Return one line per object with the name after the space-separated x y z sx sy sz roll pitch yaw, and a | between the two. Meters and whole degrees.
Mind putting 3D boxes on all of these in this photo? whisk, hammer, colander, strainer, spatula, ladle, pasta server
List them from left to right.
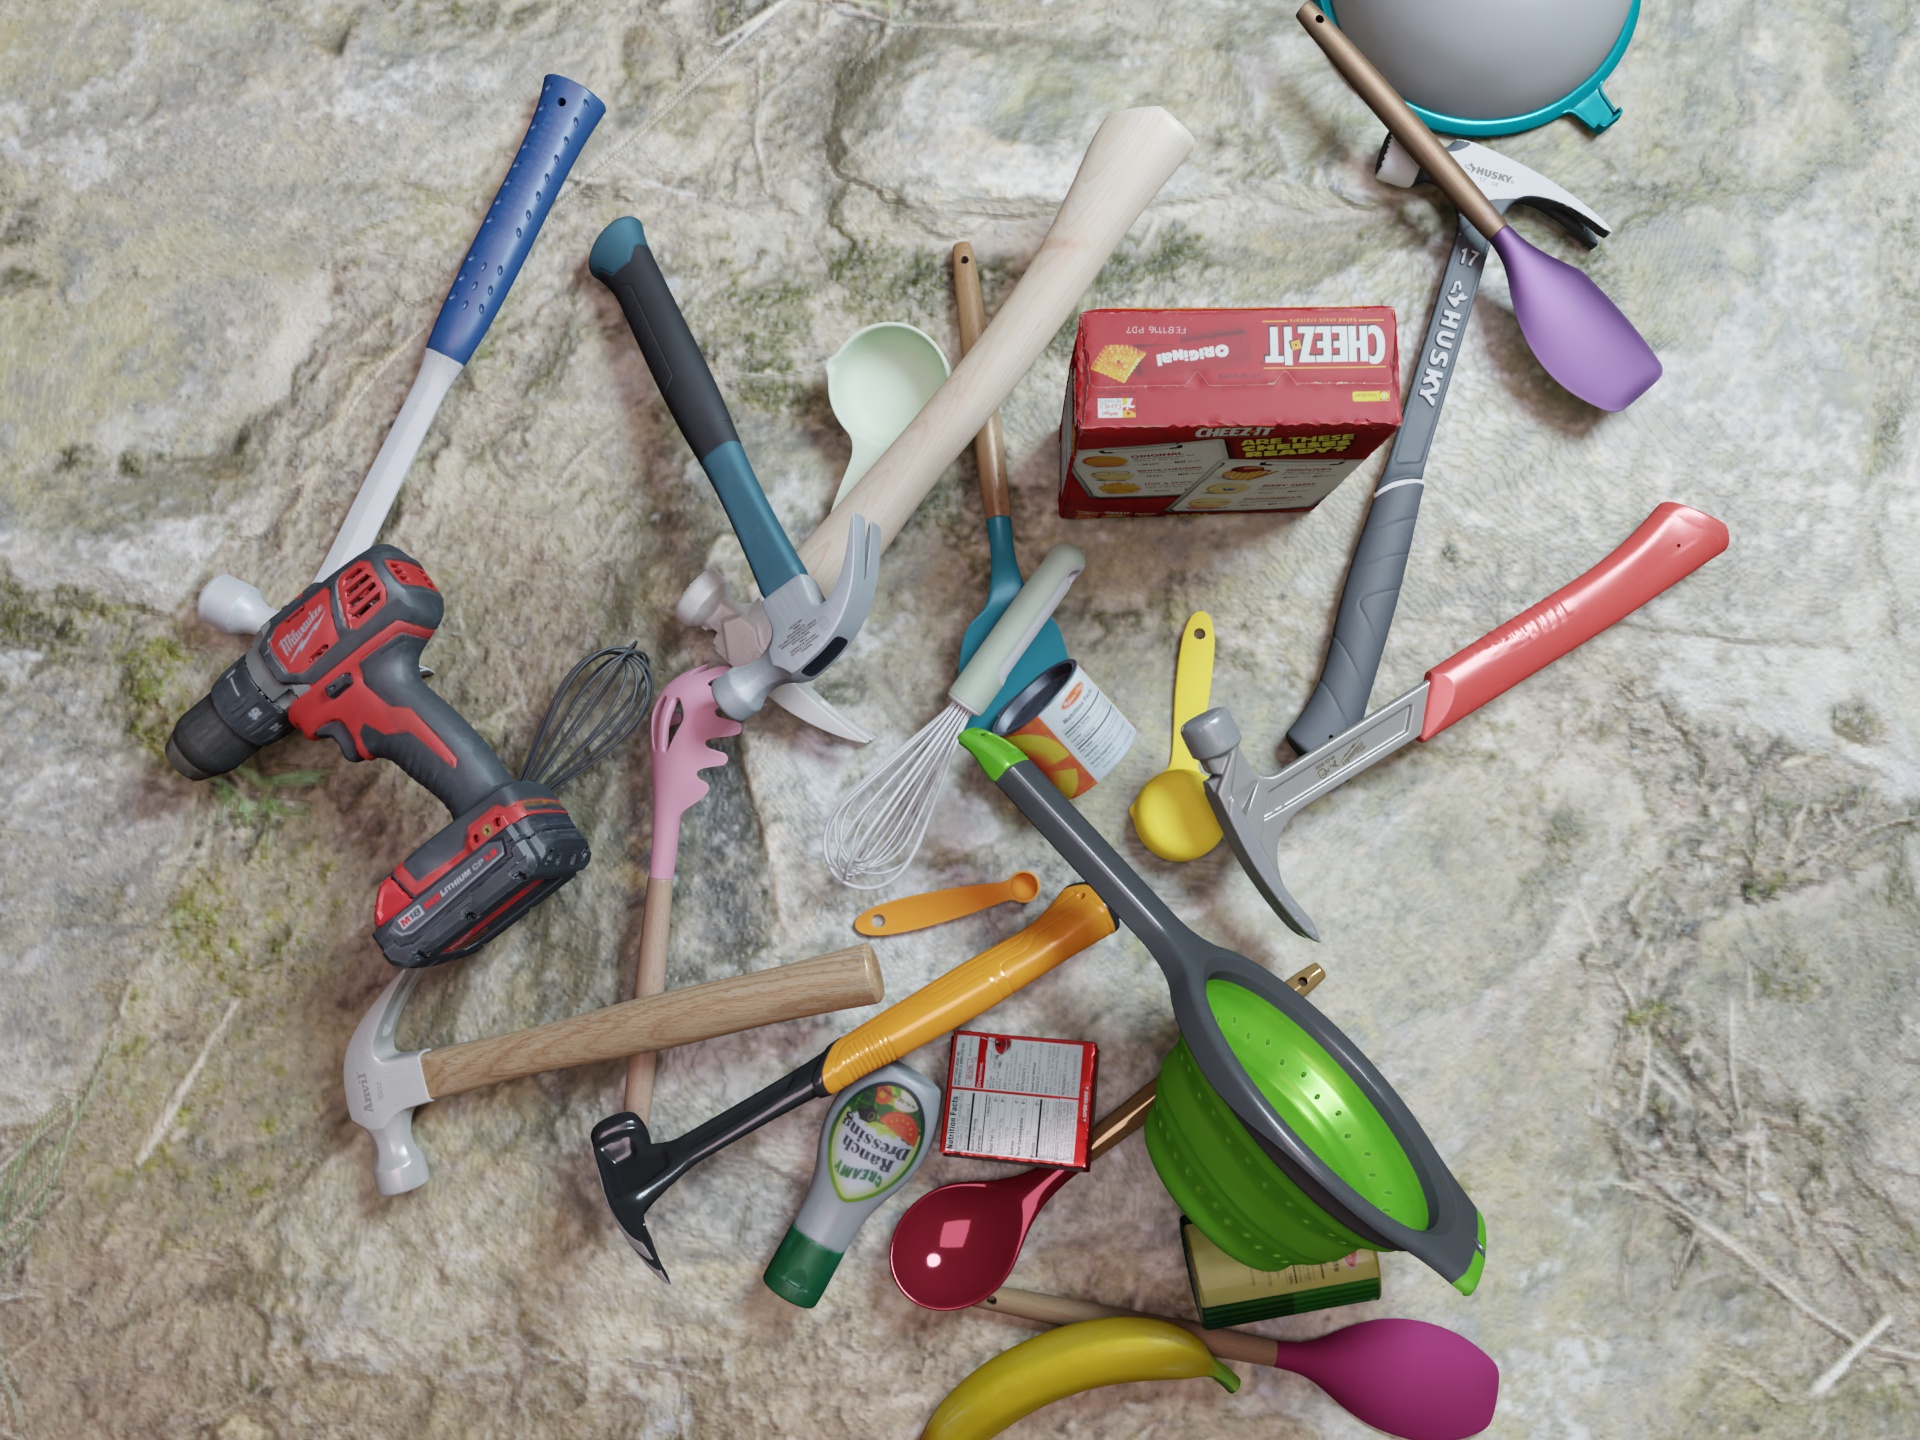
-0.324 -0.216 1.001 0.144 0.035 0.405 24 85 3 | hammer
-0.268 0.048 0.973 0.055 0.055 0.239 39 91 4 | whisk
-0.207 0.182 0.936 0.331 0.031 0.130 -14 91 7 | hammer
-0.178 0.122 0.964 0.060 0.040 0.316 7 92 42 | pasta server
-0.150 -0.169 0.955 0.128 0.033 0.331 -33 69 15 | hammer
-0.051 0.192 0.920 0.337 0.127 0.034 -29 117 -11 | hammer
-0.002 -0.003 0.952 0.059 0.057 0.246 37 94 18 | whisk
0.005 -0.178 0.946 0.146 0.038 0.410 39 100 3 | hammer
0.019 -0.147 0.997 0.082 0.044 0.318 -7 80 0 | spatula
0.092 0.243 0.955 0.315 0.031 0.069 -36 72 -5 | ladle
0.114 0.171 0.886 0.397 0.204 0.094 47 108 13 | colander
0.269 -0.488 0.988 0.340 0.095 0.211 6 85 0 | strainer
0.282 -0.161 0.987 0.149 0.036 0.409 17 86 1 | hammer
0.310 -0.316 0.973 0.060 0.018 0.316 -39 88 -2 | spatula
0.313 -0.018 0.953 0.359 0.037 0.149 -30 97 -8 | hammer

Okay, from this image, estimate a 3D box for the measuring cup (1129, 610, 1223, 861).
0.141 0.009 0.974 0.062 0.029 0.156 6 86 1 | measuring cup

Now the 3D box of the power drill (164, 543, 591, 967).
-0.345 0.034 0.926 0.188 0.080 0.227 -37 81 7 | power drill

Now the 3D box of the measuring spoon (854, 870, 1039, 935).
-0.008 0.113 0.979 0.117 0.011 0.021 -14 85 3 | measuring spoon

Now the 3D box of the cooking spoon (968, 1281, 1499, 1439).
0.161 0.372 0.945 0.319 0.017 0.069 11 85 2 | cooking spoon

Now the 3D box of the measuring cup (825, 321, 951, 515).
-0.056 -0.165 0.997 0.083 0.038 0.167 20 100 5 | measuring cup
